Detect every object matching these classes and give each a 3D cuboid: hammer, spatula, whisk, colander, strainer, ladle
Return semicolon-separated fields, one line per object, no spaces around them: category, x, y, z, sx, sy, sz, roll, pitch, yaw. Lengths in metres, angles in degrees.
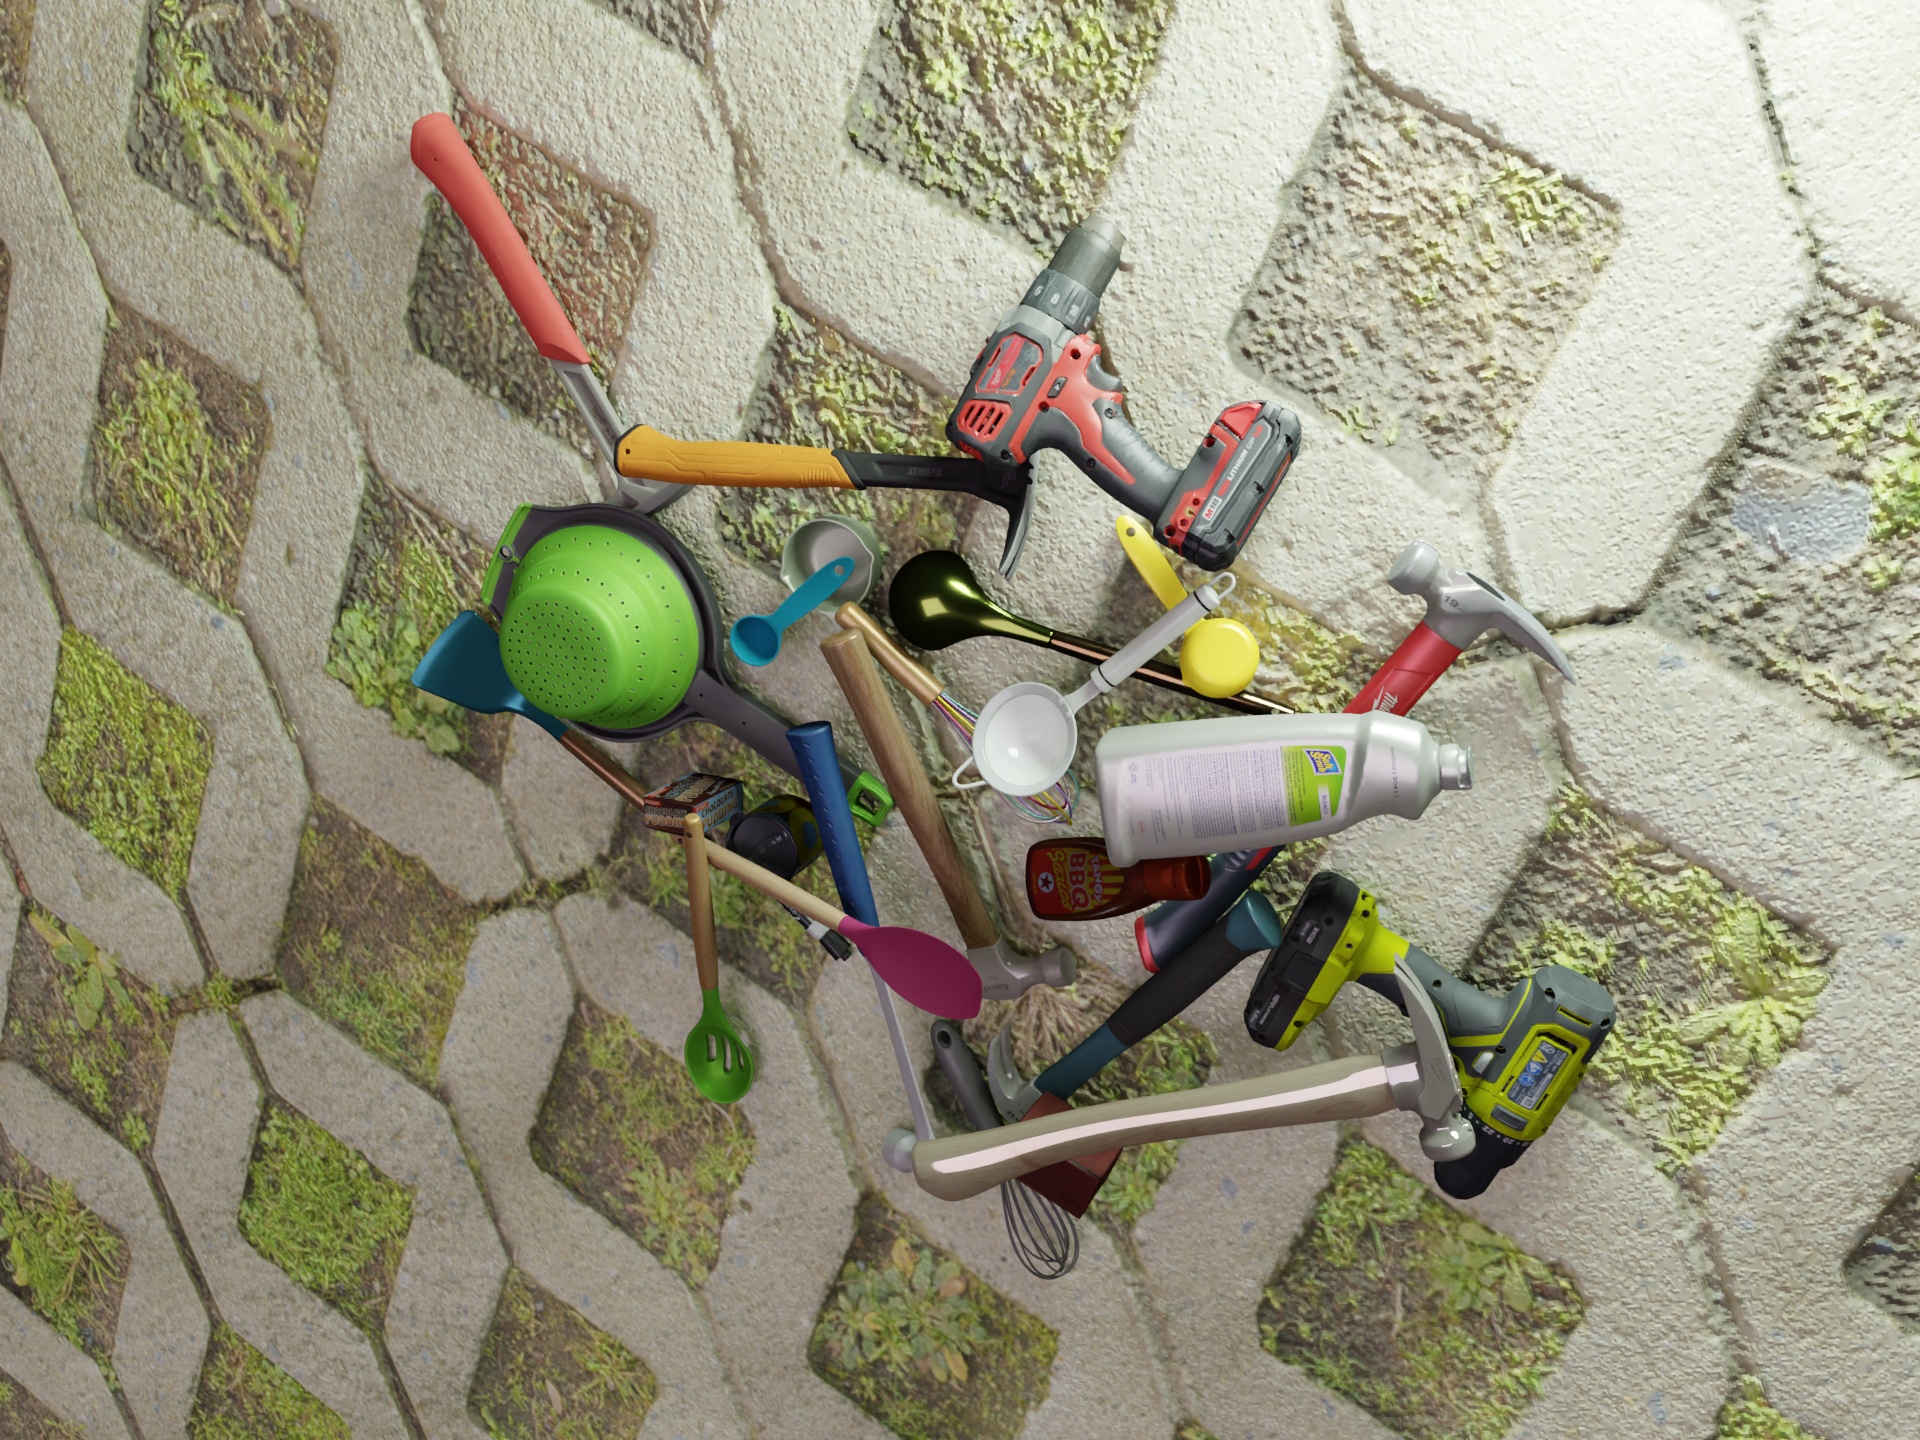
hammer;0.263;0.058;1.151;0.143;0.038;0.386;35;117;-2
spatula;-0.328;0.030;1.380;0.317;0.044;0.082;37;87;6
hammer;-0.064;0.197;1.277;0.144;0.035;0.405;5;113;58
hammer;-0.108;-0.183;1.203;0.337;0.034;0.127;6;86;15
hammer;0.133;0.234;1.225;0.128;0.033;0.331;45;128;5
whisk;-0.001;-0.004;1.225;0.245;0.047;0.051;43;111;-3
whisk;0.032;0.359;1.330;0.055;0.055;0.239;-27;89;26
hammer;0.150;0.281;1.162;0.410;0.038;0.146;-16;100;19
colander;-0.235;-0.021;1.281;0.397;0.094;0.204;34;116;4
strainer;0.100;-0.024;1.156;0.258;0.050;0.087;-39;63;24
ladle;0.095;-0.054;1.196;0.320;0.062;0.078;18;99;9
hammer;-0.331;-0.330;1.285;0.149;0.037;0.359;-28;93;26
hammer;-0.029;0.080;1.249;0.130;0.031;0.331;-15;110;30

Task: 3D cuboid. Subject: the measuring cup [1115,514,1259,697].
measuring cup;0.160;-0.087;1.152;0.062;0.029;0.156;-34;84;-2

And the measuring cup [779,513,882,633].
measuring cup;-0.086;-0.083;1.258;0.083;0.038;0.167;-10;106;23

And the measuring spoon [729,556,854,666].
measuring spoon;-0.128;-0.089;1.243;0.128;0.021;0.042;-37;97;22

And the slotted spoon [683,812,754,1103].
slotted spoon;-0.213;0.205;1.350;0.070;0.031;0.313;13;126;18

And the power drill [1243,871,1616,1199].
power drill;0.328;0.230;1.157;0.228;0.080;0.190;28;113;10

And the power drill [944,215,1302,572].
power drill;0.123;-0.226;1.100;0.227;0.080;0.188;31;93;12

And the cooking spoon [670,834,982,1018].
cooking spoon;-0.111;0.149;1.246;0.319;0.017;0.068;24;122;29
